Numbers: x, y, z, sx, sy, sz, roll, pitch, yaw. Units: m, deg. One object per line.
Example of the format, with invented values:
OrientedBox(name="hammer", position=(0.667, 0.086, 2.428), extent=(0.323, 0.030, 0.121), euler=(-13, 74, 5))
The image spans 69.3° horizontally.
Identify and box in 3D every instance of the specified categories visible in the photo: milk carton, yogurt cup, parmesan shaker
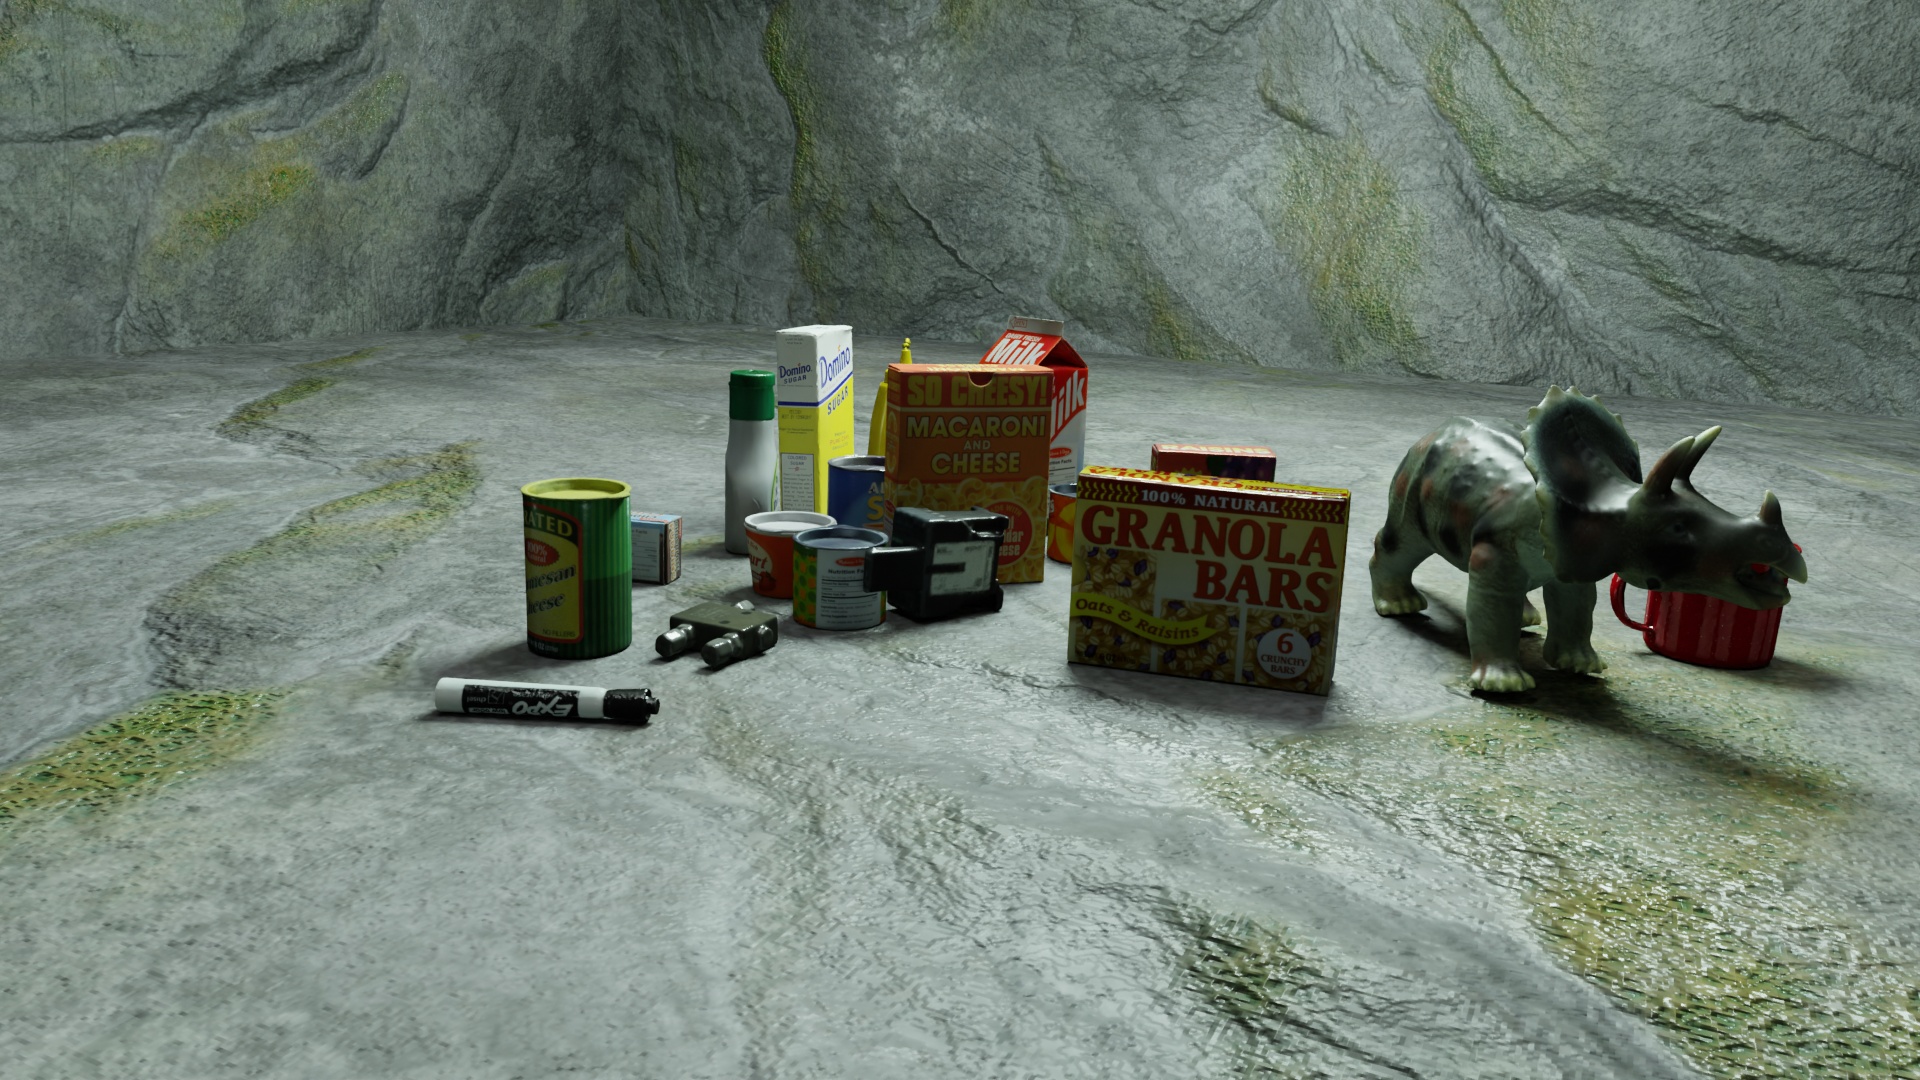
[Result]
OrientedBox(name="milk carton", position=(0.063, -0.104, 1.248), extent=(0.074, 0.190, 0.072), euler=(-9, 17, -41))
OrientedBox(name="yogurt cup", position=(-0.126, 0.010, 1.028), extent=(0.072, 0.053, 0.072), euler=(2, 13, 0))
OrientedBox(name="parmesan shaker", position=(-0.239, 0.017, 0.874), extent=(0.071, 0.102, 0.071), euler=(2, 13, 0))

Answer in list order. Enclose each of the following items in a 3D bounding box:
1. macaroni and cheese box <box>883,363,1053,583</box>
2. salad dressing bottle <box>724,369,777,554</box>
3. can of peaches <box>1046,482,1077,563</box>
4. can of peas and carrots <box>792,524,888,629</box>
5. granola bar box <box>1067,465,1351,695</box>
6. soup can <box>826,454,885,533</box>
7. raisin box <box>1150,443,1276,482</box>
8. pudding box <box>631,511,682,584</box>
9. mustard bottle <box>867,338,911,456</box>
OrientedBox(name="macaroni and cheese box", position=(0.006, -0.050, 1.060), extent=(0.124, 0.166, 0.040), euler=(-2, 13, -19))
OrientedBox(name="salad dressing bottle", position=(-0.171, -0.065, 1.137), extent=(0.044, 0.147, 0.064), euler=(0, 13, -10))
OrientedBox(name="can of peaches", position=(0.104, -0.014, 1.161), extent=(0.071, 0.058, 0.071), euler=(2, 13, 0))
OrientedBox(name="can of peas and carrots", position=(-0.084, 0.025, 0.963), extent=(0.071, 0.058, 0.071), euler=(2, 13, 0))
OrientedBox(name="granola bar box", position=(0.153, 0.023, 0.866), extent=(0.165, 0.124, 0.039), euler=(6, 13, 17))
OrientedBox(name="soup can", position=(-0.071, -0.021, 1.107), extent=(0.071, 0.083, 0.071), euler=(2, 13, 0))
OrientedBox(name="raisin box", position=(0.177, -0.005, 0.992), extent=(0.086, 0.123, 0.040), euler=(3, 13, 3))
OrientedBox(name="pudding box", position=(-0.254, 0.003, 1.049), extent=(0.084, 0.049, 0.030), euler=(5, 13, 12))
OrientedBox(name="mustard bottle", position=(-0.056, -0.115, 1.341), extent=(0.065, 0.159, 0.049), euler=(-4, 14, -24))
